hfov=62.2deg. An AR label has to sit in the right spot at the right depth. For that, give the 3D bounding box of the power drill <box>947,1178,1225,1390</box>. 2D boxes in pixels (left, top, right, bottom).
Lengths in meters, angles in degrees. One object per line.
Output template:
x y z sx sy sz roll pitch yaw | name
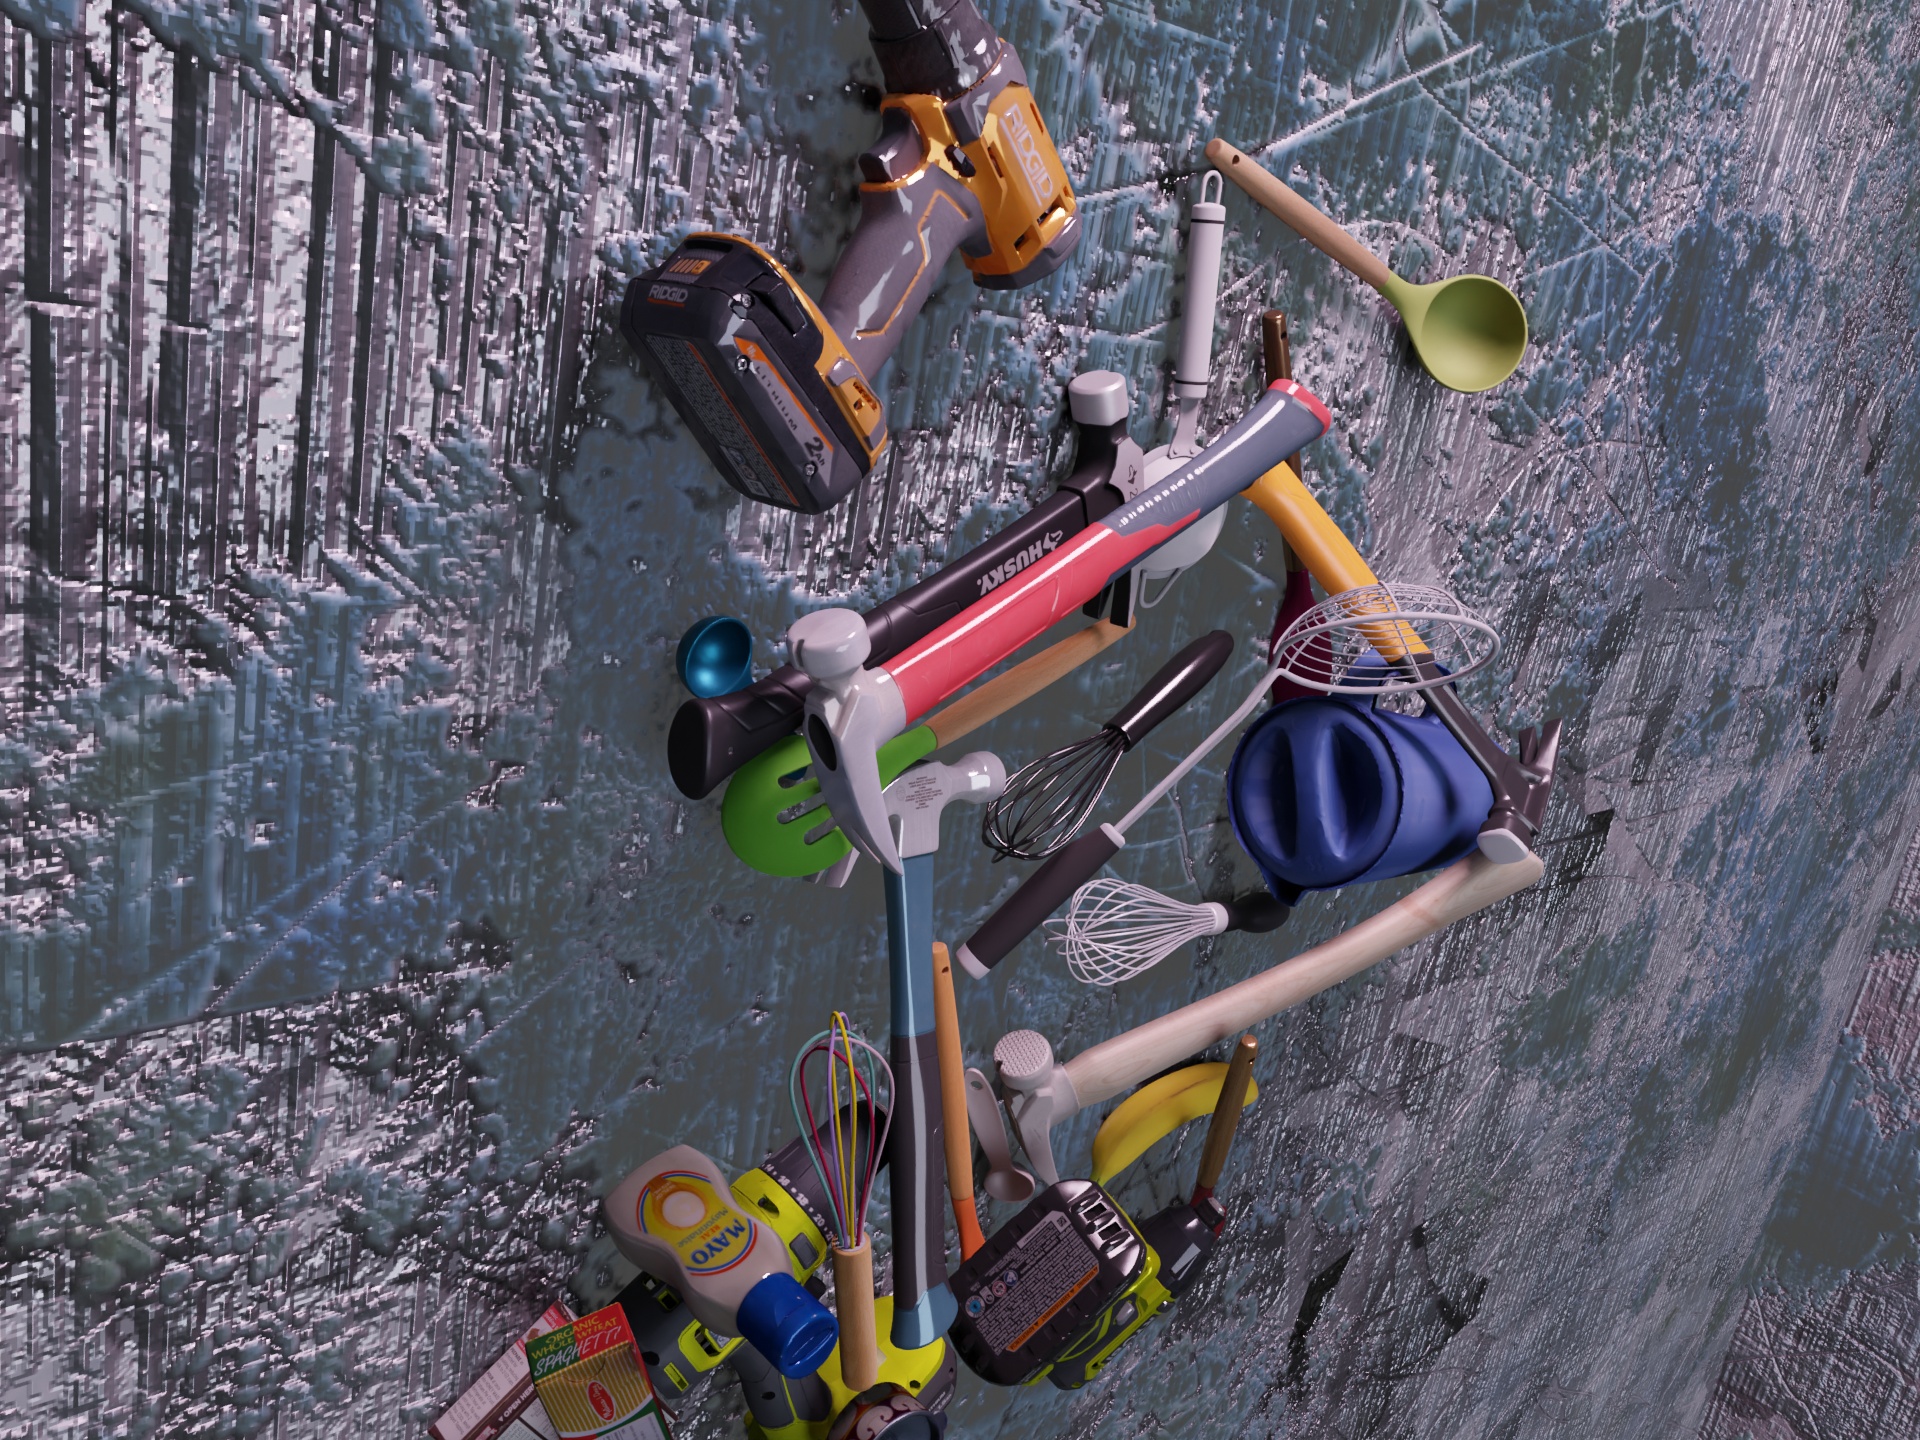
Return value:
0.092 0.379 1.079 0.171 0.080 0.223 -44 150 3 | power drill

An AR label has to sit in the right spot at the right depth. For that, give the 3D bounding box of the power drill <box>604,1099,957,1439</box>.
-0.085 0.347 0.937 0.190 0.080 0.228 -41 130 -24 | power drill

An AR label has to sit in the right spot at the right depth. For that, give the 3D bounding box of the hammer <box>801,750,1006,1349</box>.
-0.025 0.187 0.893 0.128 0.033 0.331 -6 97 -43 | hammer

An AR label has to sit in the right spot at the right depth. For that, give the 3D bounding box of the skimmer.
0.153 0.047 0.946 0.363 0.090 0.127 -43 153 3 | skimmer

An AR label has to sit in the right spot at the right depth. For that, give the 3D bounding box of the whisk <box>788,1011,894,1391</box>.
-0.061 0.265 0.854 0.051 0.047 0.244 -23 120 -41 | whisk

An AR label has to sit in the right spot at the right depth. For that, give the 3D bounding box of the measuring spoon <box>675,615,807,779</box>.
-0.109 -0.009 0.795 0.042 0.021 0.128 -52 145 -18 | measuring spoon

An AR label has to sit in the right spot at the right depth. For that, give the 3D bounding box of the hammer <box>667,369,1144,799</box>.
-0.016 -0.054 0.830 0.335 0.035 0.146 -36 130 -34 | hammer

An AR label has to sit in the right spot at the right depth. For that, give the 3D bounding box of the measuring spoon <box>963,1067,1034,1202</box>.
0.023 0.271 1.049 0.018 0.034 0.124 -75 153 -56 | measuring spoon

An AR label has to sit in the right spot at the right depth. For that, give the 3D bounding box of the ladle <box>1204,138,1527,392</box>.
0.259 -0.286 0.995 0.320 0.062 0.078 16 97 -44 | ladle

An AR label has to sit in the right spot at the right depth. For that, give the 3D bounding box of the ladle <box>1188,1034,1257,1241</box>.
0.182 0.317 1.148 0.069 0.031 0.315 -20 140 -20 | ladle

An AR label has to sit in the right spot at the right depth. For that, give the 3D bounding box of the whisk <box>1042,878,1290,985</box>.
0.155 0.138 1.089 0.284 0.070 0.070 3 106 -51 | whisk

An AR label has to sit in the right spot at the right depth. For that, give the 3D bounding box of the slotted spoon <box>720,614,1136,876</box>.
-0.001 -0.003 0.875 0.314 0.031 0.070 -30 98 -39 | slotted spoon

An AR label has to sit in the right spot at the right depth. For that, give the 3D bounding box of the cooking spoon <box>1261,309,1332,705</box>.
0.222 -0.124 1.060 0.069 0.017 0.318 -37 132 -27 | cooking spoon

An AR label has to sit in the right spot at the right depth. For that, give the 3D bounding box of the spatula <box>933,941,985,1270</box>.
-0.008 0.280 1.022 0.081 0.041 0.322 -22 119 -35 | spatula

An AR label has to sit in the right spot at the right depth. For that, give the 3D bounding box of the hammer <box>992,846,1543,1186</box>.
0.219 0.188 1.088 0.410 0.038 0.146 -24 132 -11 | hammer

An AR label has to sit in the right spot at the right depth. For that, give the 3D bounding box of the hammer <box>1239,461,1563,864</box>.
0.283 -0.061 1.036 0.336 0.034 0.127 47 50 -18 | hammer

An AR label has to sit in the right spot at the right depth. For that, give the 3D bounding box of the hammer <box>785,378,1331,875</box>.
0.073 -0.073 0.853 0.386 0.038 0.143 -35 130 -30 | hammer

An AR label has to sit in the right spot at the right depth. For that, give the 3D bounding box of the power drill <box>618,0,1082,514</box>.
-0.047 -0.228 0.704 0.226 0.084 0.185 -52 136 -20 | power drill

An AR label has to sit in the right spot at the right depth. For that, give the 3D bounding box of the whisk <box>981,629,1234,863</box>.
0.097 0.012 0.983 0.239 0.055 0.055 -40 132 -31 | whisk

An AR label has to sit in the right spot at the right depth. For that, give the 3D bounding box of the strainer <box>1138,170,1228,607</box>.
0.134 -0.186 0.931 0.087 0.050 0.258 -6 110 -27 | strainer
